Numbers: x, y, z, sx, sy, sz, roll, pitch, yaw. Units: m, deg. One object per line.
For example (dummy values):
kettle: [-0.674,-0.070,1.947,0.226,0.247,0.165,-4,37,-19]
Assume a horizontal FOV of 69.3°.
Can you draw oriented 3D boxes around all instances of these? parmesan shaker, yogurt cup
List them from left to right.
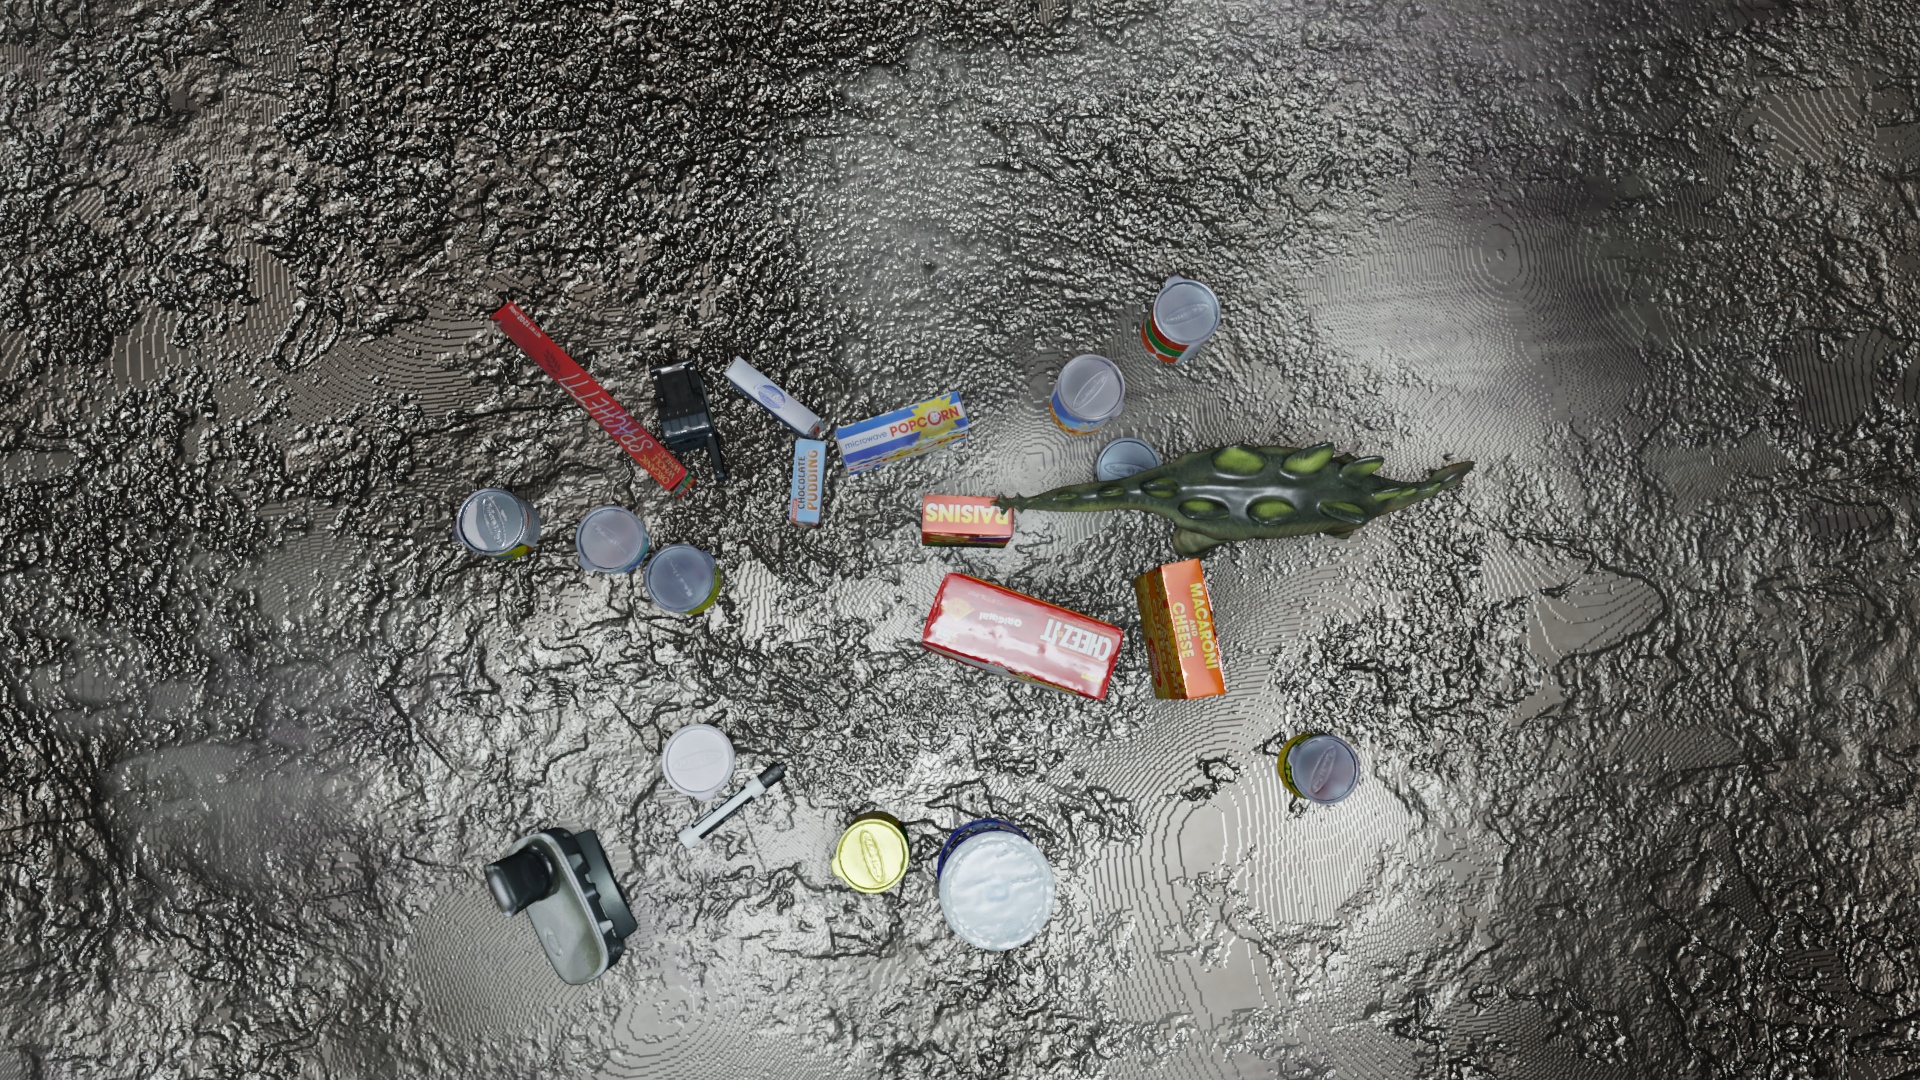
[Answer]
yogurt cup: [-0.247,0.209,1.328,0.072,0.054,0.072,0,83,-2]
parmesan shaker: [-0.084,0.290,1.300,0.071,0.103,0.071,0,84,-2]

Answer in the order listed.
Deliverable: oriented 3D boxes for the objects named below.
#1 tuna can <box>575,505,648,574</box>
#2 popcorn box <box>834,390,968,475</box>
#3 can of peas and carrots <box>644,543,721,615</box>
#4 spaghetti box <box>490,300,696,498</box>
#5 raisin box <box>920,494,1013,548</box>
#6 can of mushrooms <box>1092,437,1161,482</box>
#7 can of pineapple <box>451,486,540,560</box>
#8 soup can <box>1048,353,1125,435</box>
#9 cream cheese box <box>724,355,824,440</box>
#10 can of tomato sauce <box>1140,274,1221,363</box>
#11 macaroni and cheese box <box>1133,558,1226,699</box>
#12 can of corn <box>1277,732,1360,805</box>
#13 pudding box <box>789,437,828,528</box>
tuna can: [-0.342,0.002,1.360,0.071,0.033,0.071,0,83,-2]
popcorn box: [-0.057,-0.103,1.357,0.127,0.085,0.038,-18,85,-4]
can of peas and carrots: [-0.266,0.037,1.346,0.071,0.058,0.071,0,84,-2]
spaghetti box: [-0.359,-0.137,1.367,0.250,0.050,0.029,44,84,3]
raisin box: [0.005,-0.017,1.330,0.086,0.123,0.040,3,84,-2]
can of mushrooms: [0.165,-0.066,1.386,0.071,0.033,0.071,0,83,-2]
can of pineapple: [-0.448,-0.016,1.346,0.071,0.058,0.071,0,84,-2]
soup can: [0.125,-0.140,1.369,0.071,0.083,0.071,0,84,-2]
cream cheese box: [-0.183,-0.138,1.372,0.104,0.053,0.024,37,84,2]
can of tomato sauce: [0.217,-0.219,1.382,0.071,0.083,0.071,0,84,-2]
macaroni and cheese box: [0.204,0.086,1.303,0.040,0.166,0.124,-10,84,-3]
can of corn: [0.344,0.219,1.347,0.071,0.058,0.071,0,84,-2]
pudding box: [-0.149,-0.056,1.366,0.030,0.049,0.084,5,83,-1]
